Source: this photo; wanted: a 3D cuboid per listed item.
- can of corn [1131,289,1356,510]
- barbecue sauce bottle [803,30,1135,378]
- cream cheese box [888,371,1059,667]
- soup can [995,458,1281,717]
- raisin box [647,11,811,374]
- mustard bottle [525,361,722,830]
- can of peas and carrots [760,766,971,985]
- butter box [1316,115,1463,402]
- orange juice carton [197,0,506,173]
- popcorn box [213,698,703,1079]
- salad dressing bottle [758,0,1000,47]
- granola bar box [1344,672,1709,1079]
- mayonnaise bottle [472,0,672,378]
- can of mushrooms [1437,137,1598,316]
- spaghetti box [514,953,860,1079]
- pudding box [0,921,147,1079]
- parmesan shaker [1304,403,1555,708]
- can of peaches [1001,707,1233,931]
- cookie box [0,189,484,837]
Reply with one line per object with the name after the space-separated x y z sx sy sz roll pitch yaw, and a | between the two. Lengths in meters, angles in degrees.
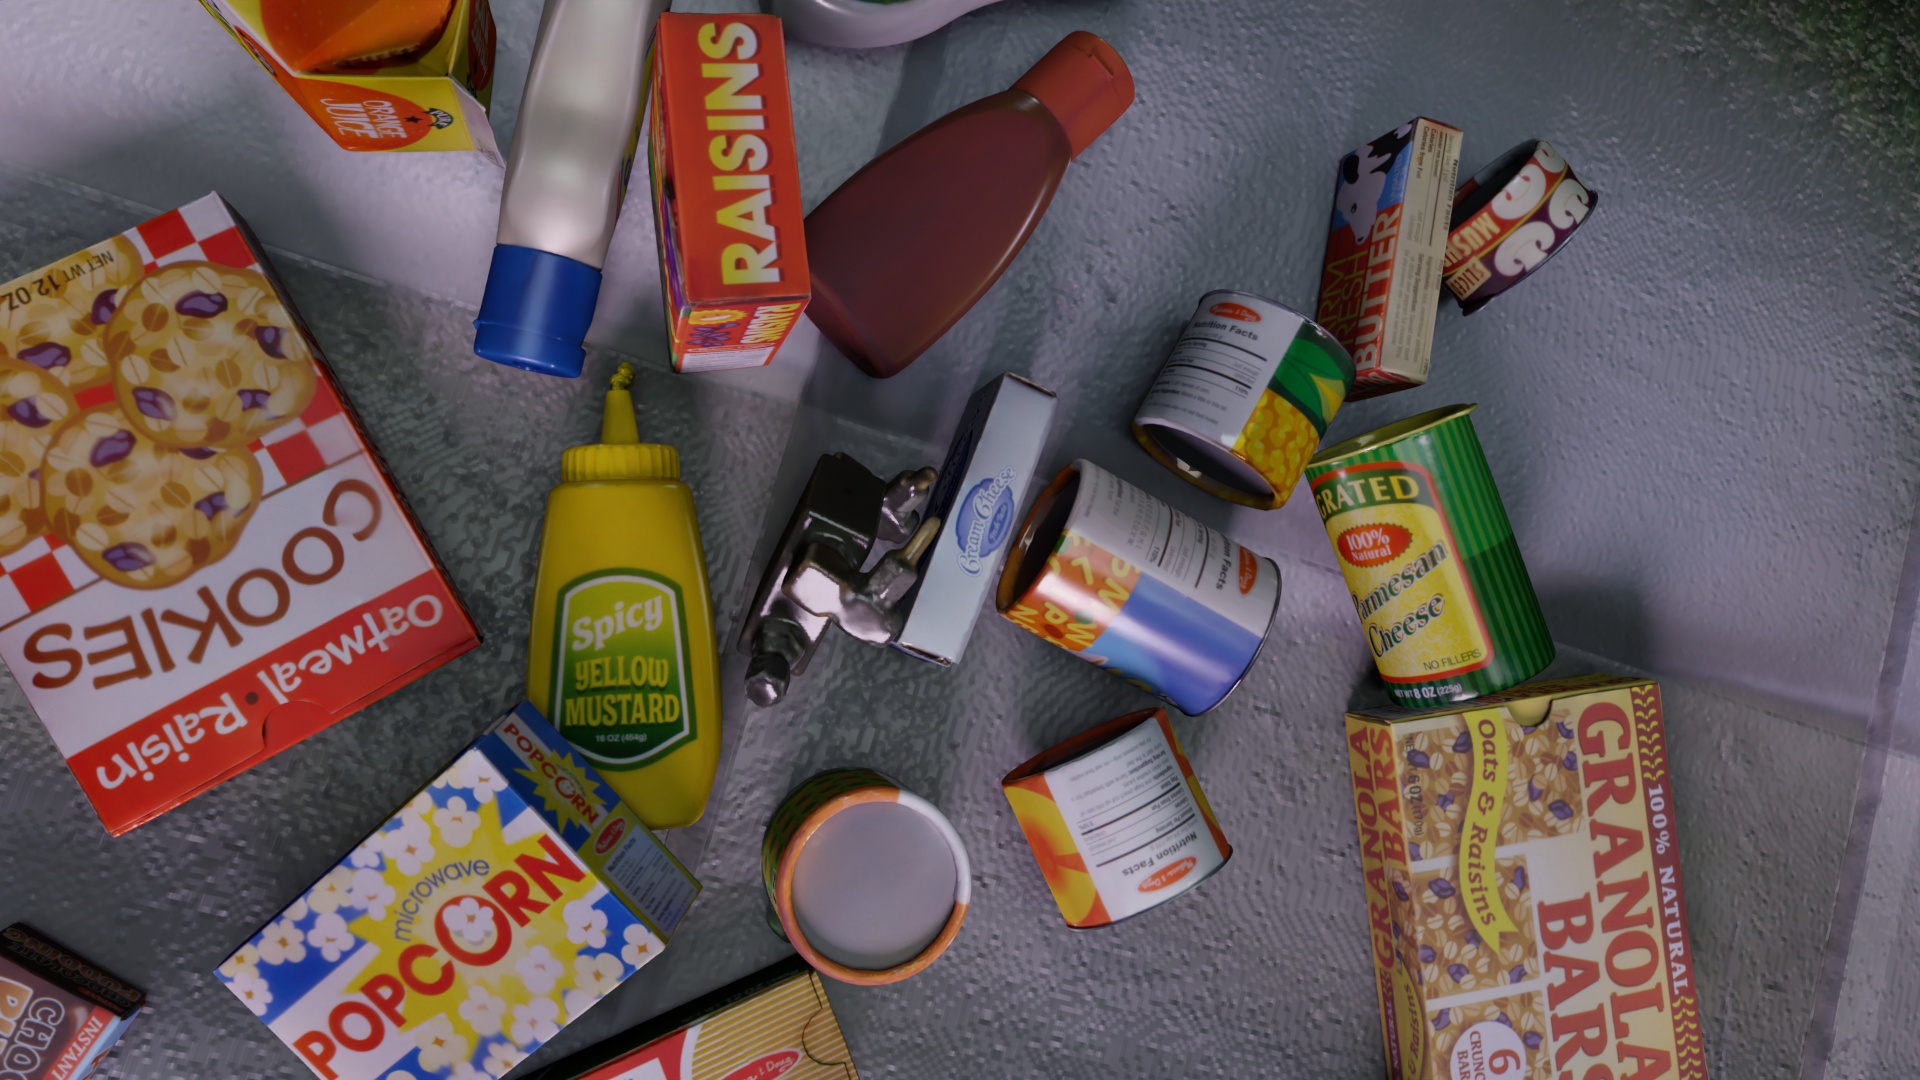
0.108 -0.051 0.527 0.071 0.071 0.058 32 81 -10 | can of corn
0.003 -0.130 0.516 0.149 0.043 0.065 -45 98 -13 | barbecue sauce bottle
0.002 -0.006 0.503 0.024 0.053 0.104 23 82 -10 | cream cheese box
0.063 0.019 0.512 0.084 0.071 0.071 28 81 -10 | soup can
-0.079 -0.107 0.453 0.040 0.123 0.086 -5 89 -14 | raisin box
-0.116 0.018 0.475 0.065 0.049 0.160 -2 88 -12 | mustard bottle
-0.036 0.117 0.484 0.071 0.058 0.071 1 86 -14 | can of peas and carrots
0.167 -0.109 0.550 0.024 0.053 0.103 11 85 -16 | butter box
-0.219 -0.200 0.451 0.073 0.071 0.192 -45 97 -12 | orange juice carton
-0.158 0.123 0.439 0.126 0.038 0.085 -39 96 14 | popcorn box
-0.002 -0.221 0.519 0.148 0.044 0.064 -11 83 -14 | salad dressing bottle
0.227 0.144 0.558 0.124 0.039 0.165 -6 89 -14 | granola bar box
-0.132 -0.131 0.475 0.041 0.065 0.148 12 88 -16 | mayonnaise bottle
0.215 -0.125 0.556 0.033 0.071 0.071 45 78 -8 | can of mushrooms
-0.158 0.214 0.464 0.251 0.028 0.050 -21 92 -14 | spaghetti box
-0.303 0.169 0.430 0.049 0.030 0.084 36 80 -11 | pudding box
0.183 0.006 0.538 0.071 0.071 0.103 -22 92 -14 | parmesan shaker
0.055 0.100 0.504 0.071 0.071 0.058 -25 88 -14 | can of peaches
-0.251 -0.009 0.448 0.123 0.040 0.167 -30 94 -14 | cookie box
